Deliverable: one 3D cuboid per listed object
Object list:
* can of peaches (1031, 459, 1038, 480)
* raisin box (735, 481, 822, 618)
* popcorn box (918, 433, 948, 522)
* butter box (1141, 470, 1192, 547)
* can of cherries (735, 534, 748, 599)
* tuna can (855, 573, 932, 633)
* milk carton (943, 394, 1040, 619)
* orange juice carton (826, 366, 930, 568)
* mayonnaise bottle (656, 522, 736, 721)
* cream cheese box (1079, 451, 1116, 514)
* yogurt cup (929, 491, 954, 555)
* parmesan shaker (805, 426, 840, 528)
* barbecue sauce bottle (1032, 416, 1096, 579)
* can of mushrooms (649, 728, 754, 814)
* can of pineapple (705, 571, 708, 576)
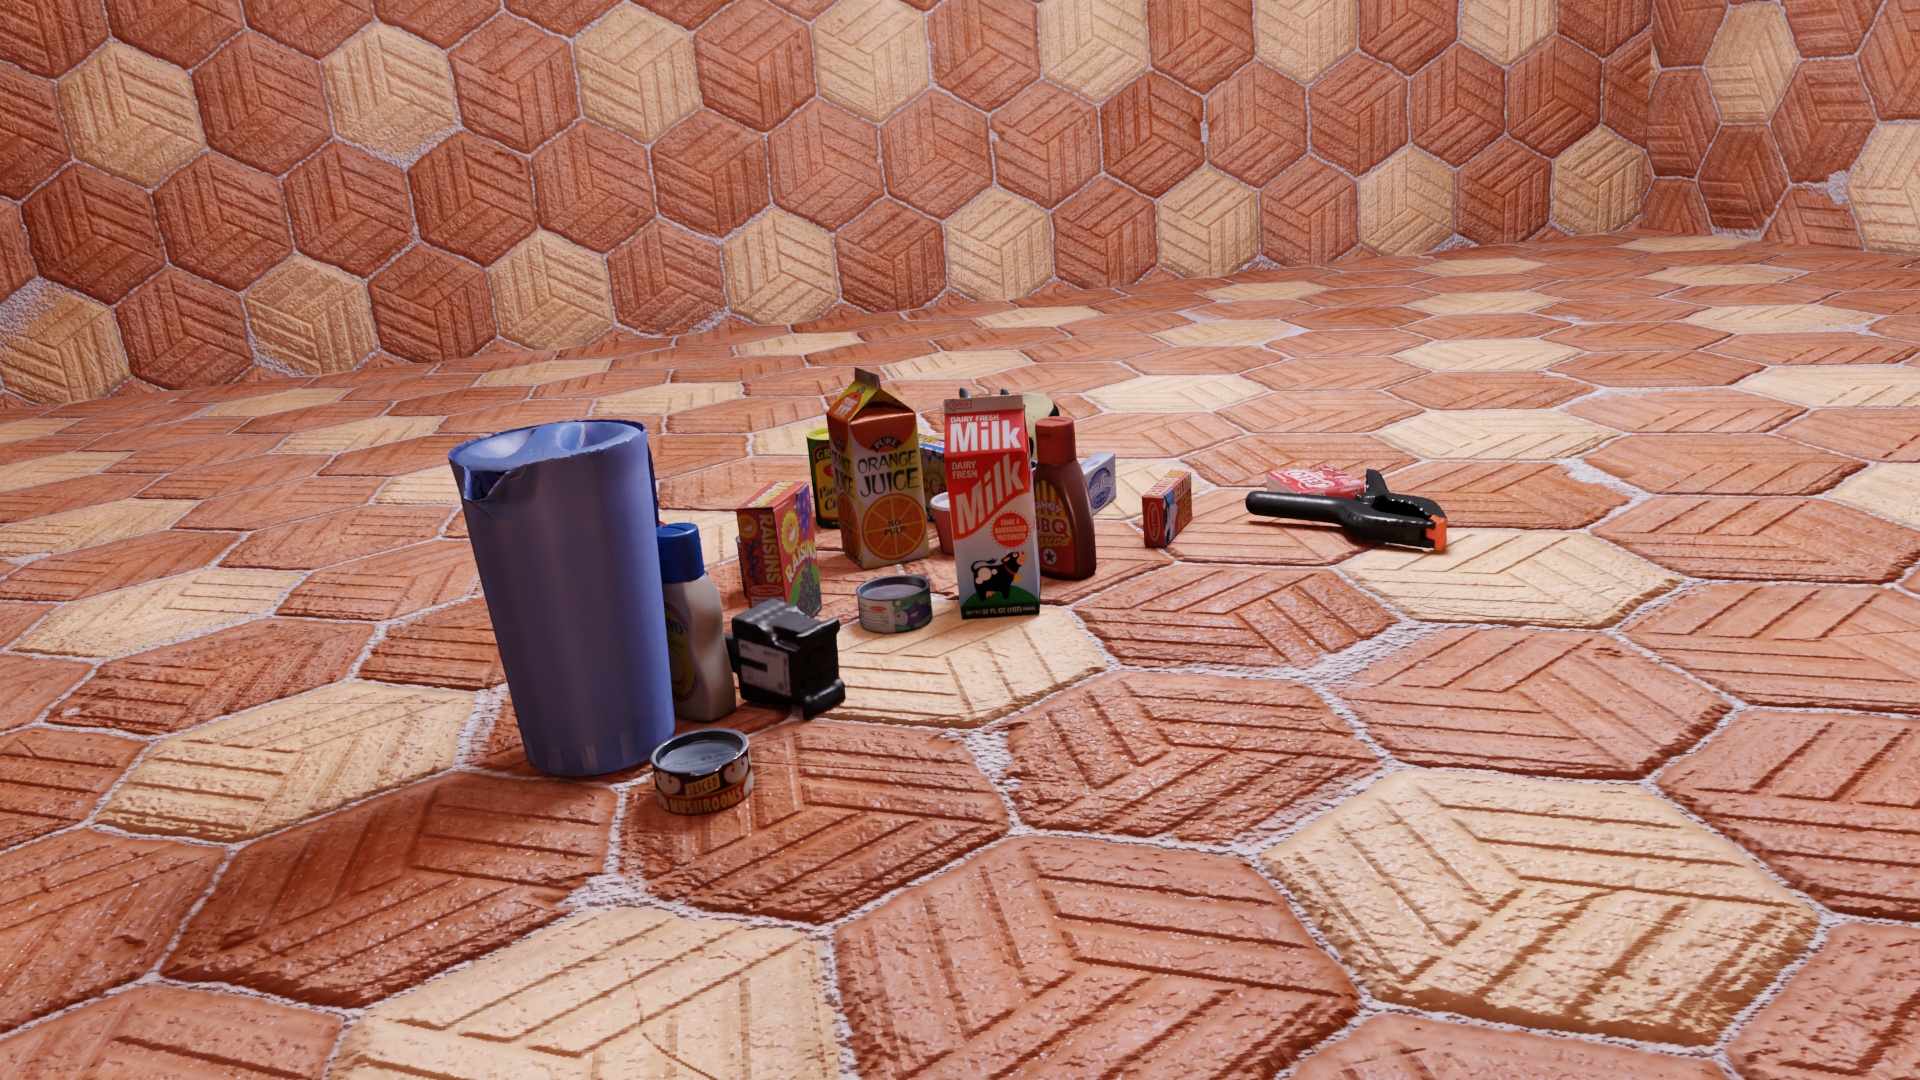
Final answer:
[{"bbox_3d":[0.056,-0.052,1.497,0.071,0.058,0.071,-5,17,2],"label":"can of peaches"},{"bbox_3d":[-0.158,0.017,1.225,0.040,0.123,0.086,-1,17,15],"label":"raisin box"},{"bbox_3d":[-0.023,-0.065,1.515,0.038,0.085,0.127,-16,20,-32],"label":"popcorn box"},{"bbox_3d":[0.209,-0.033,1.401,0.024,0.053,0.104,3,19,25],"label":"butter box"},{"bbox_3d":[-0.177,0.022,1.325,0.071,0.058,0.072,-5,17,2],"label":"can of cherries"},{"bbox_3d":[-0.056,0.055,1.227,0.071,0.032,0.071,-5,17,2],"label":"tuna can"},{"bbox_3d":[0.028,-0.034,1.222,0.072,0.190,0.074,-4,17,5],"label":"milk carton"},{"bbox_3d":[-0.084,-0.076,1.387,0.073,0.192,0.072,-12,18,-20],"label":"orange juice carton"},{"bbox_3d":[-0.208,0.061,1.056,0.065,0.147,0.041,8,21,38],"label":"mayonnaise bottle"},{"bbox_3d":[0.139,-0.058,1.499,0.024,0.053,0.104,4,19,28],"label":"cream cheese box"},{"bbox_3d":[0.005,-0.018,1.408,0.072,0.053,0.072,-5,17,2],"label":"yogurt cup"},{"bbox_3d":[-0.129,-0.071,1.534,0.071,0.102,0.071,-5,17,2],"label":"parmesan shaker"},{"bbox_3d":[0.093,-0.040,1.295,0.065,0.148,0.044,11,23,43],"label":"barbecue sauce bottle"},{"bbox_3d":[-0.173,0.156,0.935,0.071,0.033,0.071,-5,17,2],"label":"can of mushrooms"},{"bbox_3d":[-0.252,0.061,1.222,0.071,0.057,0.071,-5,17,2],"label":"can of pineapple"}]
